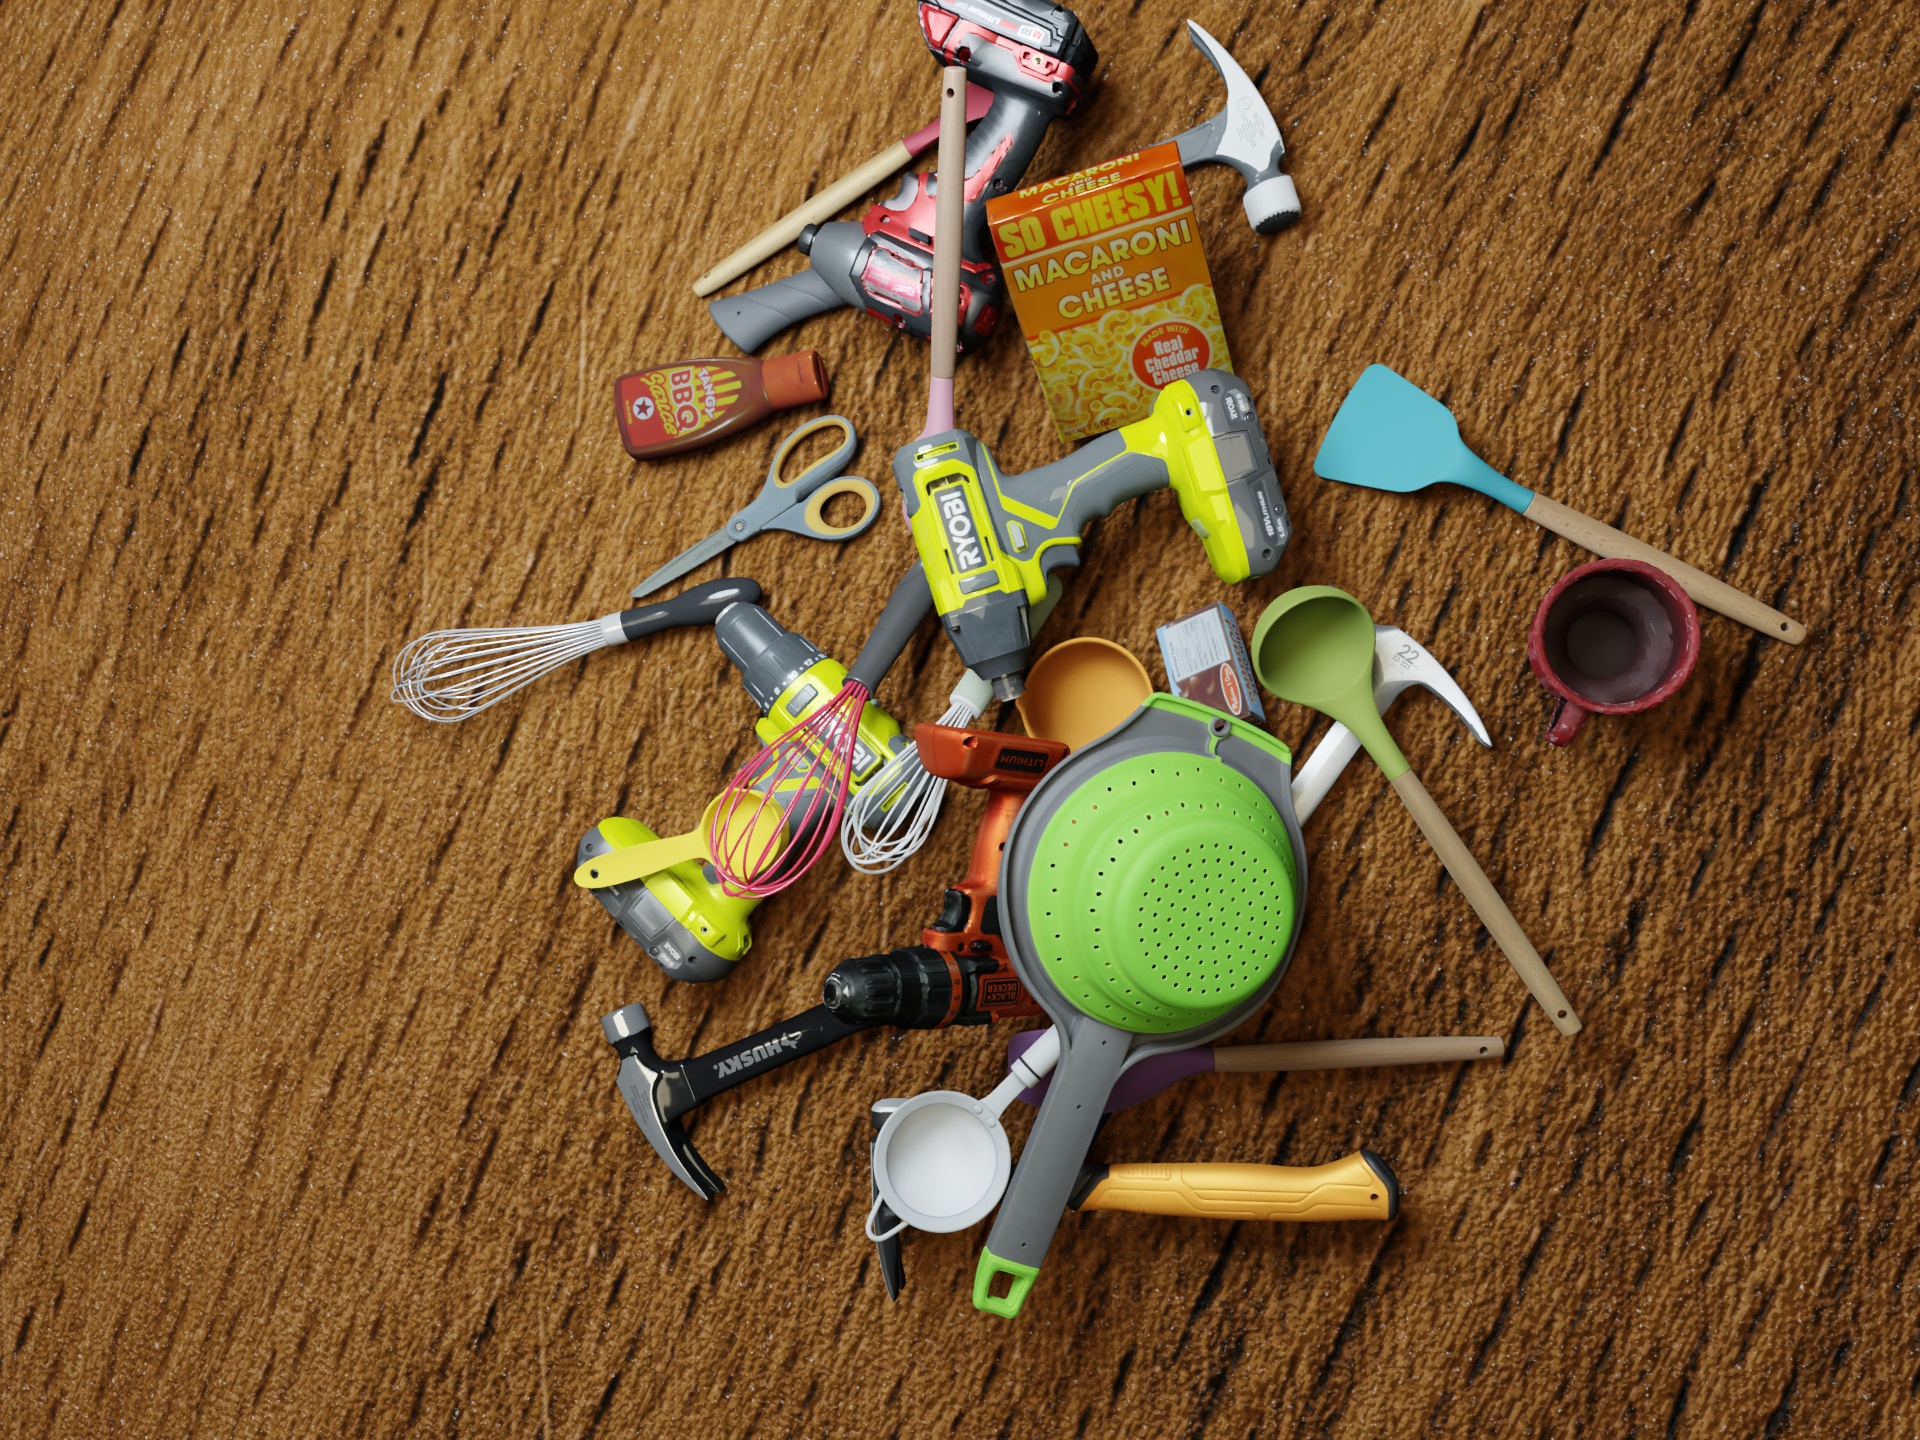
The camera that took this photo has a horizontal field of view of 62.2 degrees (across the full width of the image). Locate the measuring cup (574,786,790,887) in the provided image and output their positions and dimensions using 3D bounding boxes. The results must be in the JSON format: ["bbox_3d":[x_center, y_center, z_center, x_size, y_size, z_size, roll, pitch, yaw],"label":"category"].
[{"bbox_3d":[-0.184,0.086,1.057,0.156,0.029,0.062,-16,84,17],"label":"measuring cup"}]

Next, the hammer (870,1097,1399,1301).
[{"bbox_3d":[0.108,0.308,1.021,0.337,0.034,0.127,-3,89,12],"label":"hammer"}]

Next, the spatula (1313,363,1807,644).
[{"bbox_3d":[0.384,-0.127,1.013,0.317,0.044,0.082,29,94,7],"label":"spatula"}]

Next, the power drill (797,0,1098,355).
[{"bbox_3d":[-0.011,-0.365,1.042,0.143,0.078,0.219,26,102,10],"label":"power drill"}]

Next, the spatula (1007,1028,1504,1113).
[{"bbox_3d":[0.189,0.219,1.023,0.316,0.018,0.060,-4,97,3],"label":"spatula"}]

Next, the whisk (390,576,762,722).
[{"bbox_3d":[-0.278,-0.058,1.145,0.284,0.070,0.070,-15,85,7],"label":"whisk"}]

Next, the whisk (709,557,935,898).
[{"bbox_3d":[-0.076,-0.006,1.029,0.073,0.073,0.296,22,58,12],"label":"whisk"}]

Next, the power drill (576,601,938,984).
[{"bbox_3d":[-0.153,0.049,1.101,0.190,0.080,0.228,45,95,9],"label":"power drill"}]

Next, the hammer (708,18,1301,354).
[{"bbox_3d":[0.015,-0.344,1.095,0.409,0.036,0.149,-17,84,12],"label":"hammer"}]

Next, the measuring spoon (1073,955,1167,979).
[{"bbox_3d":[0.096,0.169,1.048,0.117,0.011,0.021,-18,48,43],"label":"measuring spoon"}]

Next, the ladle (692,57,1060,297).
[{"bbox_3d":[-0.058,-0.385,1.113,0.315,0.031,0.069,-29,49,14],"label":"ladle"}]

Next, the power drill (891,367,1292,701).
[{"bbox_3d":[0.086,-0.121,1.011,0.223,0.080,0.171,-18,92,-1],"label":"power drill"}]

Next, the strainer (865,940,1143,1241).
[{"bbox_3d":[0.036,0.229,1.005,0.258,0.050,0.087,-44,90,-3],"label":"strainer"}]

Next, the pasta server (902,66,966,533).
[{"bbox_3d":[-0.008,-0.249,1.015,0.060,0.040,0.316,11,121,13],"label":"pasta server"}]

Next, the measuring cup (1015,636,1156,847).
[{"bbox_3d":[0.086,0.032,1.060,0.095,0.052,0.173,3,91,13],"label":"measuring cup"}]

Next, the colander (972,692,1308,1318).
[{"bbox_3d":[0.101,0.184,0.948,0.204,0.094,0.397,22,90,-15],"label":"colander"}]

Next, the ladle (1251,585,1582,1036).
[{"bbox_3d":[0.285,0.057,0.975,0.078,0.062,0.320,-34,84,12],"label":"ladle"}]

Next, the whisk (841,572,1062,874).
[{"bbox_3d":[-0.002,-0.003,1.044,0.058,0.059,0.246,7,57,51],"label":"whisk"}]

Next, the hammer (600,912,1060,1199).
[{"bbox_3d":[-0.081,0.211,1.101,0.335,0.035,0.146,-25,83,11],"label":"hammer"}]

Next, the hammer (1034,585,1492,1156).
[{"bbox_3d":[0.184,0.118,1.043,0.144,0.035,0.405,35,96,11],"label":"hammer"}]
